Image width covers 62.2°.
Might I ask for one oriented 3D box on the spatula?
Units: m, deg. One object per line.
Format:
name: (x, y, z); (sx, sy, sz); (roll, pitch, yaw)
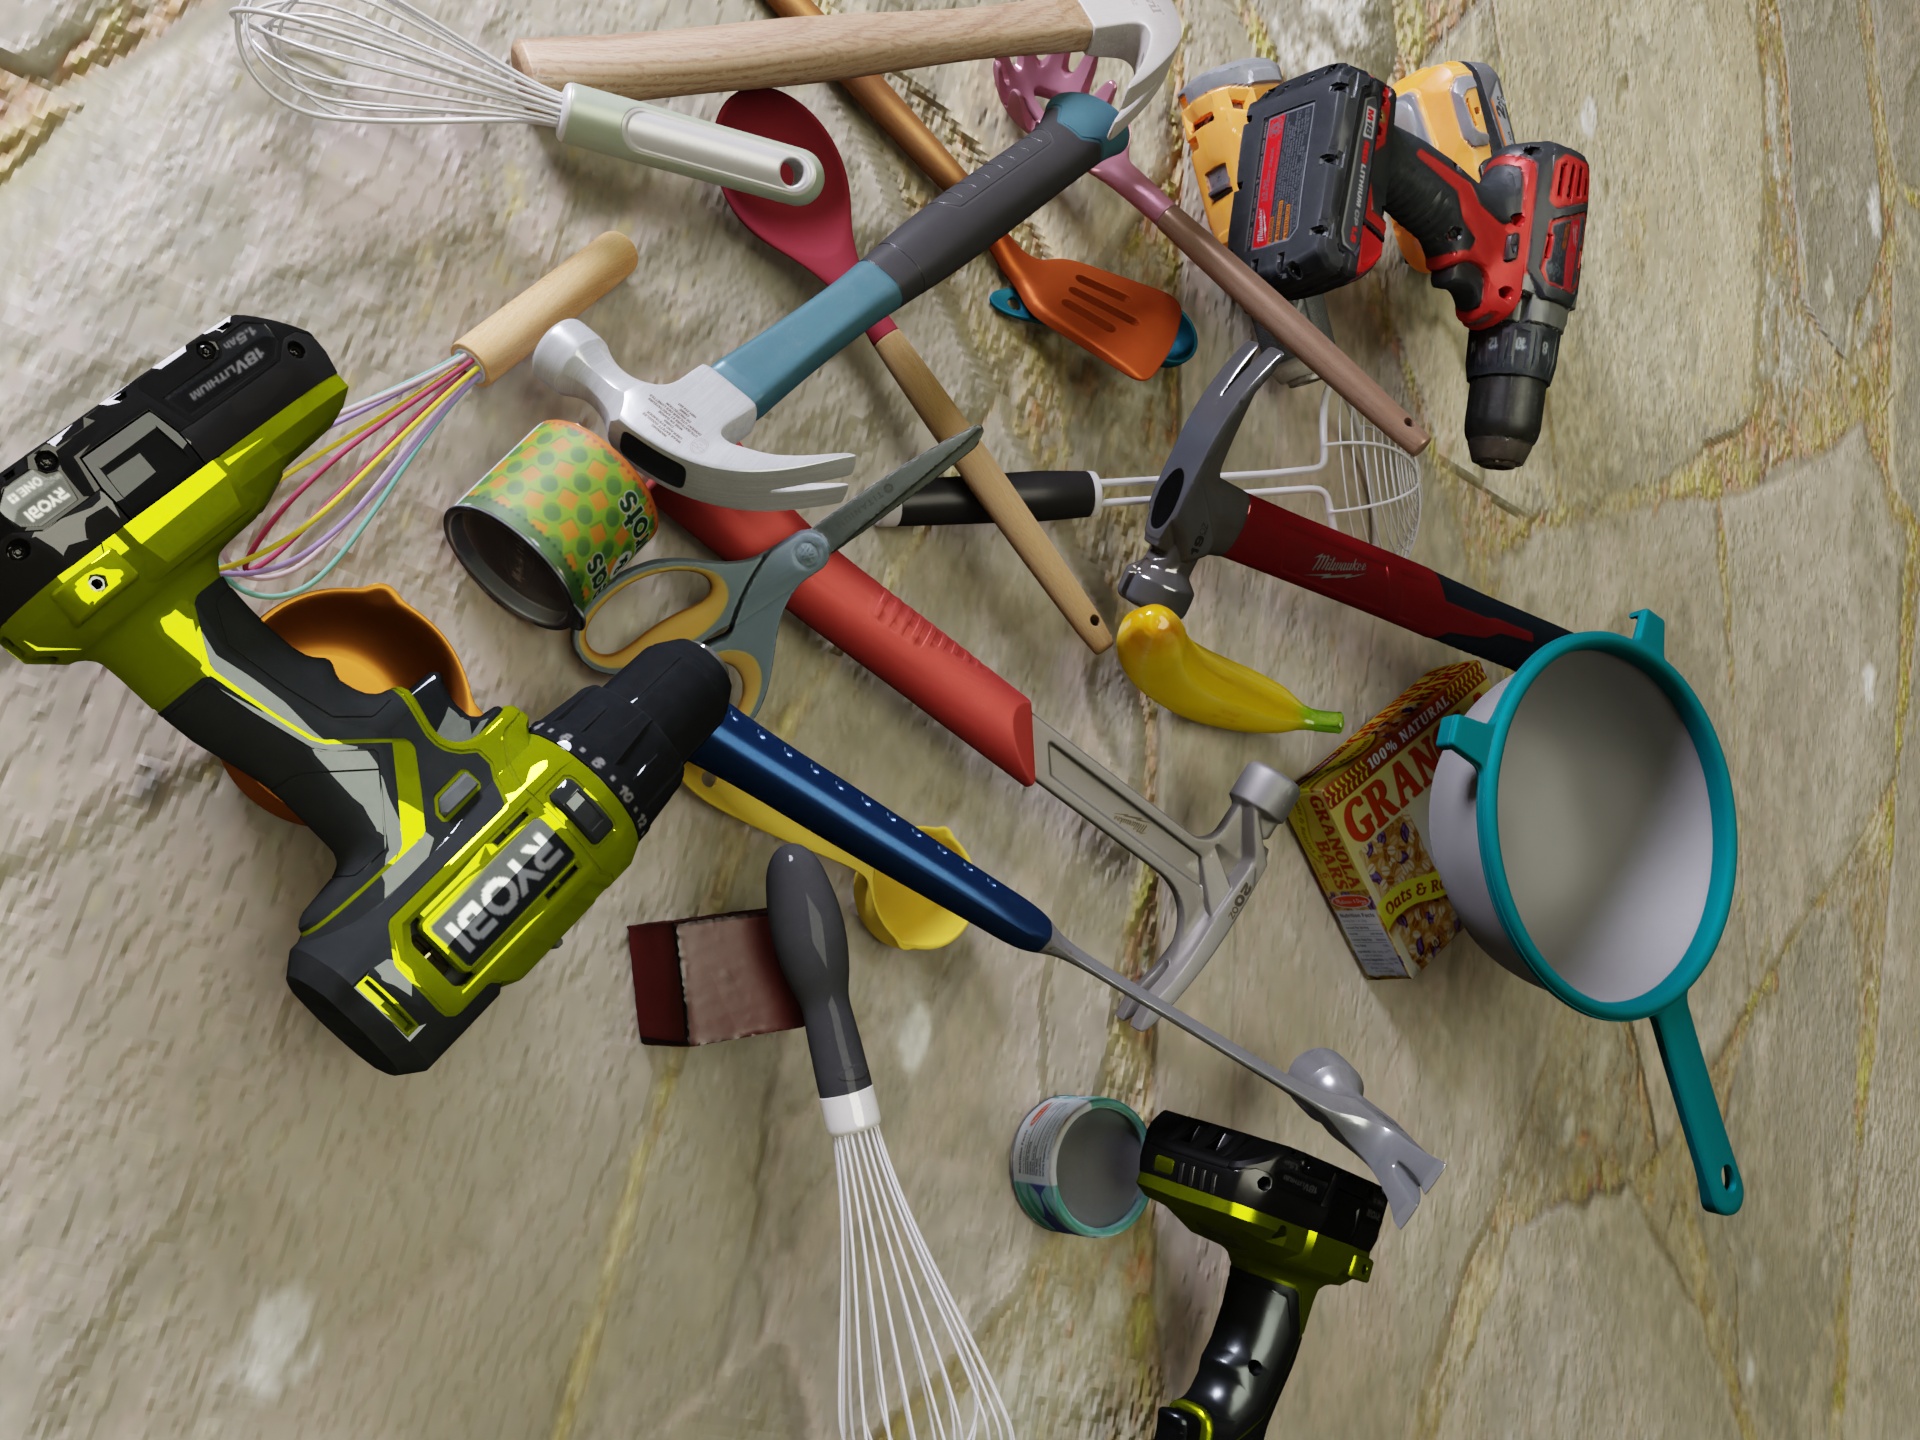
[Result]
spatula: (-0.011, -0.297, 0.814); (0.322, 0.041, 0.081); (43, 47, -18)

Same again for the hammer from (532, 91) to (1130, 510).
hammer: (-0.030, -0.207, 0.729); (0.128, 0.033, 0.331); (40, 59, 7)

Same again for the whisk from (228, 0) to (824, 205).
whisk: (-0.174, -0.259, 0.670); (0.246, 0.059, 0.058); (9, 99, -22)

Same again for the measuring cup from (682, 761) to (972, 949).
measuring cup: (-0.063, 0.056, 0.724); (0.156, 0.029, 0.062); (29, 66, -21)

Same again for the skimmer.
skimmer: (0.111, -0.121, 0.870); (0.363, 0.090, 0.127); (-7, 90, -24)

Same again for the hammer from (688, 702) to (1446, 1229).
hammer: (0.046, 0.101, 0.704); (0.405, 0.144, 0.035); (33, 94, -15)

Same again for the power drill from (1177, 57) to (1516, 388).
power drill: (0.244, -0.306, 0.966); (0.226, 0.084, 0.185); (-17, 93, -31)

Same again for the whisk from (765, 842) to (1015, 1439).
whisk: (-0.035, 0.188, 0.638); (0.070, 0.070, 0.285); (-10, 83, -35)

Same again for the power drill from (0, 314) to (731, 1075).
power drill: (-0.201, -0.019, 0.552); (0.228, 0.080, 0.191); (51, 59, -18)

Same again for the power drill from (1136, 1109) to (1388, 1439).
power drill: (0.113, 0.307, 0.739); (0.171, 0.080, 0.223); (32, 71, -40)

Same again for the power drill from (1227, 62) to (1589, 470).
power drill: (0.261, -0.251, 0.895); (0.226, 0.080, 0.188); (8, 90, -31)

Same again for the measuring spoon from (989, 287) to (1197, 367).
measuring spoon: (0.071, -0.216, 0.872); (0.128, 0.021, 0.042); (4, 67, -24)

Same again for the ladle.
ladle: (-0.019, -0.164, 0.765); (0.069, 0.031, 0.315); (-36, 92, -28)

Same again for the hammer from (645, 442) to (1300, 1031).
hammer: (-0.001, -0.002, 0.757); (0.358, 0.037, 0.149); (37, 83, -18)

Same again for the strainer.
strainer: (0.355, 0.119, 0.903); (0.211, 0.095, 0.340); (-24, 98, -31)

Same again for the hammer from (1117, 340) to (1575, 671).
hammer: (0.269, -0.079, 0.888); (0.386, 0.038, 0.143); (16, 105, -30)

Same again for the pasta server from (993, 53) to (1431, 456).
pasta server: (0.129, -0.251, 0.830); (0.060, 0.040, 0.316); (-36, 74, -24)

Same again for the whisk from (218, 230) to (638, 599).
whisk: (-0.212, -0.132, 0.649); (0.051, 0.047, 0.245); (49, 56, -15)

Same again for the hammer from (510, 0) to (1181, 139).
hammer: (-0.043, -0.319, 0.755); (0.331, 0.031, 0.130); (-15, 64, -21)

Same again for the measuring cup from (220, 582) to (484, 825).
measuring cup: (-0.202, 0.009, 0.624); (0.173, 0.052, 0.095); (19, 71, -32)
